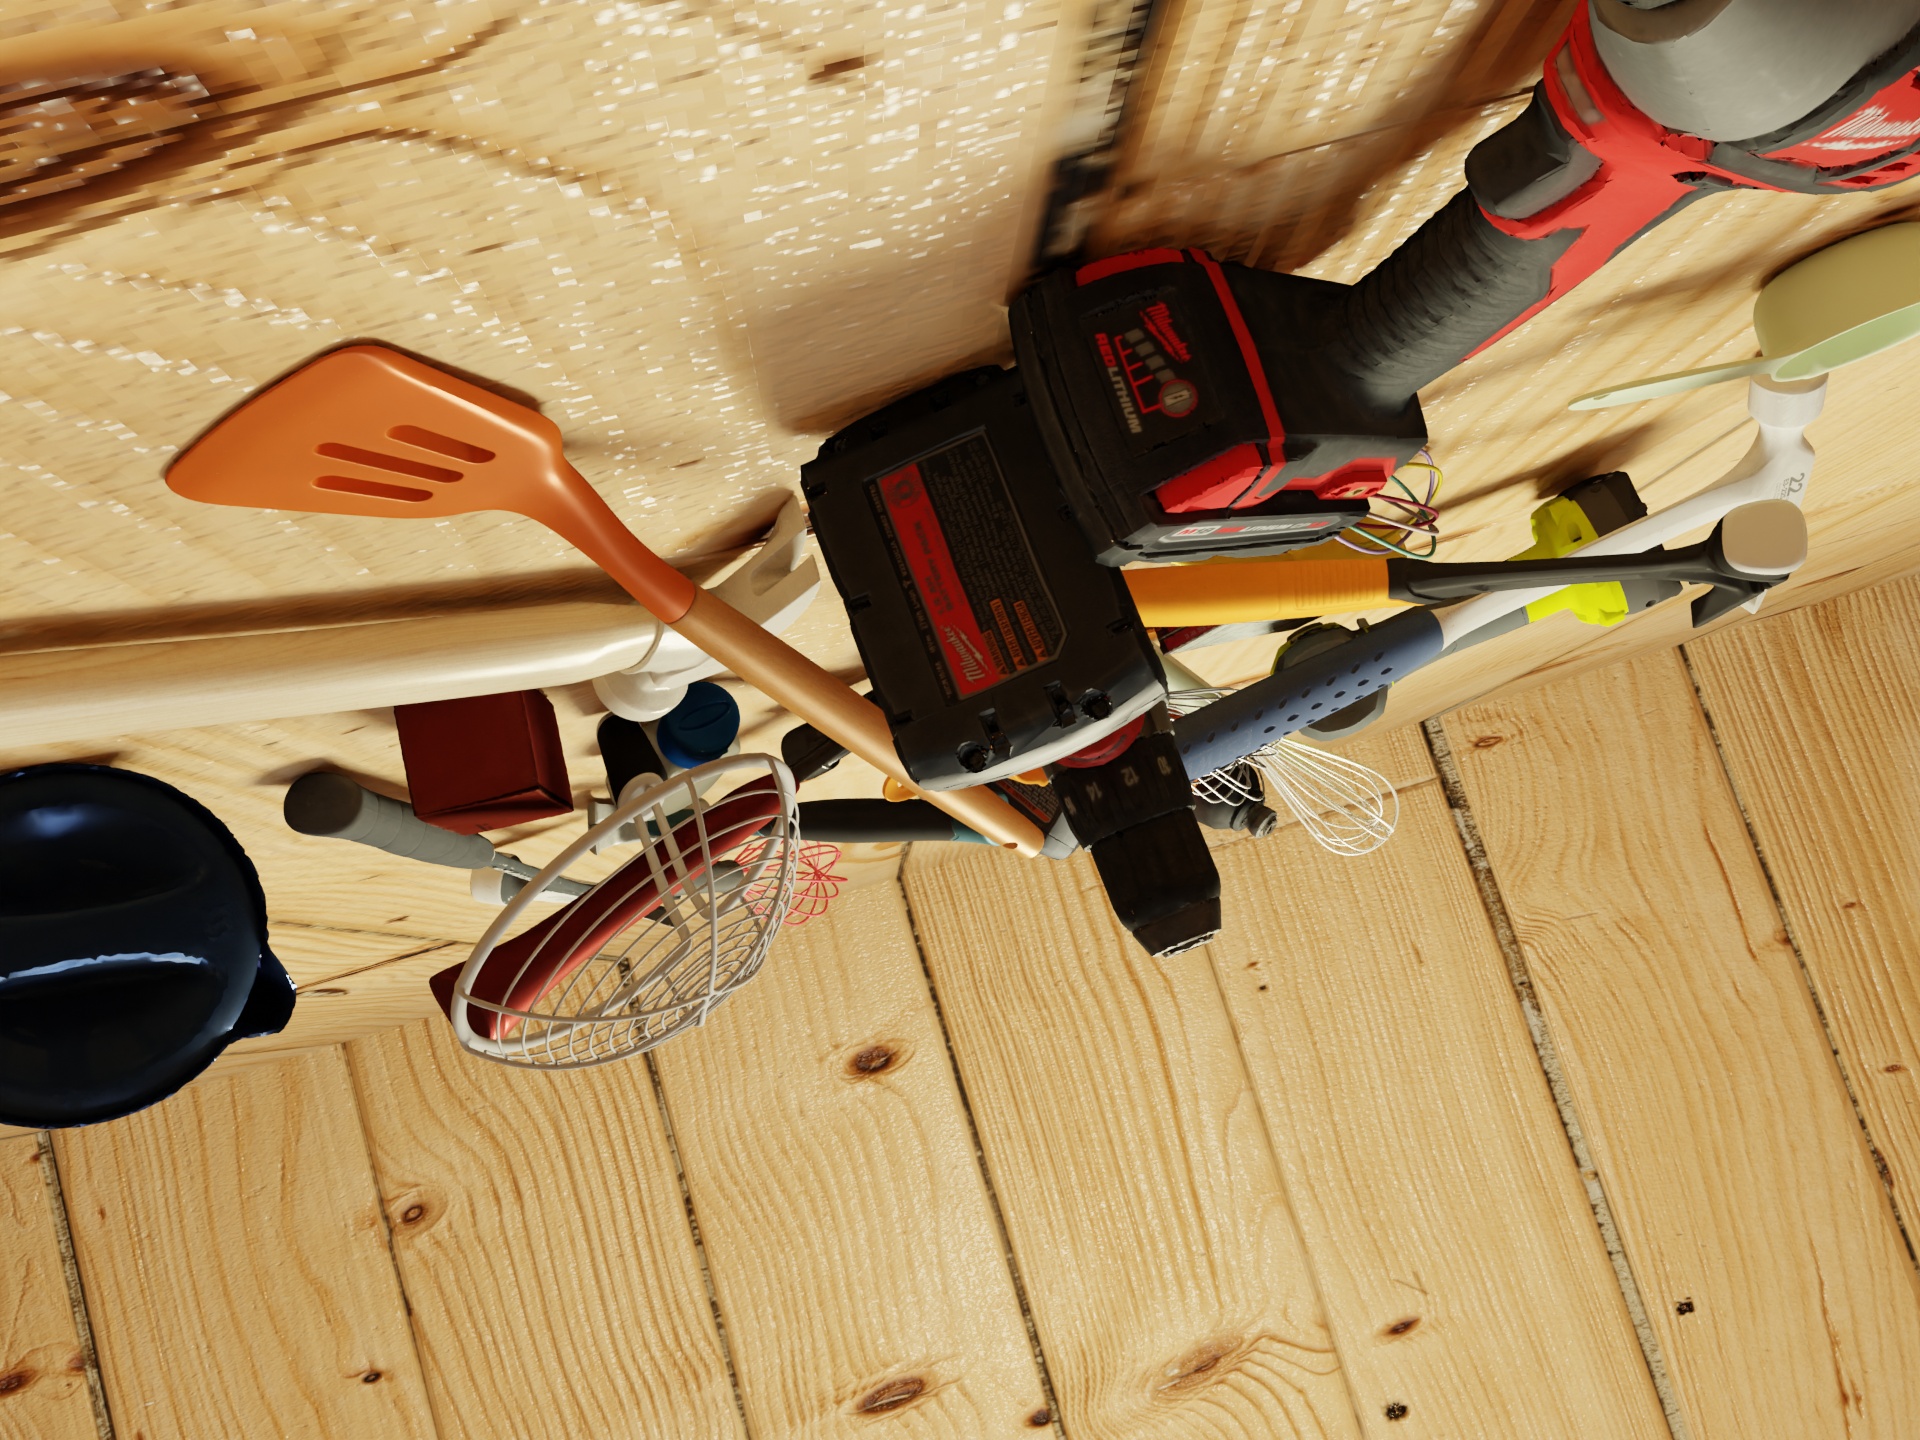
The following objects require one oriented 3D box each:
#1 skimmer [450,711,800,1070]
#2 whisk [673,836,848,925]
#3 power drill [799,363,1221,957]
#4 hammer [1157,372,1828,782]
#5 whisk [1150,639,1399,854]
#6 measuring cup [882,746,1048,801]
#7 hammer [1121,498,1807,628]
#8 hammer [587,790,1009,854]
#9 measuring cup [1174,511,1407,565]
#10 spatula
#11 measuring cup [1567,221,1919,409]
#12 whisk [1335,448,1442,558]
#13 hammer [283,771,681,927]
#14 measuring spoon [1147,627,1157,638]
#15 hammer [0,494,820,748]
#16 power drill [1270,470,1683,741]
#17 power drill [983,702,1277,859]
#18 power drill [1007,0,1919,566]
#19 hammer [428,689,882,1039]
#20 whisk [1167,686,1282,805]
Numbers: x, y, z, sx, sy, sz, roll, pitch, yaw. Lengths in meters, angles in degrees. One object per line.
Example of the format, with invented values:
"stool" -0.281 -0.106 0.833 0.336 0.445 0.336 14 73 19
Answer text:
"skimmer" -0.136 0.028 0.611 0.127 0.090 0.363 -44 -158 -2
"whisk" -0.152 0.108 1.095 0.073 0.073 0.295 -19 169 15
"power drill" 0.036 -0.008 0.556 0.080 0.188 0.226 -23 167 10
"hammer" 0.246 -0.044 0.793 0.405 0.035 0.143 -25 135 -6
"whisk" 0.183 0.010 0.993 0.059 0.246 0.058 -54 -160 5
"measuring cup" -0.001 -0.002 0.769 0.052 0.095 0.173 16 -152 32
"hammer" 0.178 -0.060 0.709 0.337 0.034 0.127 -2 174 11
"hammer" -0.104 0.061 0.973 0.331 0.033 0.128 -4 179 39
"measuring cup" 0.154 -0.088 0.778 0.156 0.062 0.029 2 132 -29
"spatula" -0.070 -0.016 0.481 0.081 0.041 0.322 -22 141 30
"measuring cup" 0.315 -0.158 0.633 0.167 0.038 0.083 -14 172 -5
"whisk" 0.147 -0.096 0.688 0.047 0.051 0.245 -17 171 41
"hammer" -0.271 0.079 0.909 0.149 0.036 0.408 8 169 5
"measuring spoon" 0.157 -0.067 1.021 0.117 0.011 0.021 -13 171 -3
"hammer" -0.237 -0.014 0.476 0.410 0.038 0.146 -10 168 -38
"power drill" 0.295 -0.062 0.961 0.228 0.080 0.190 -26 180 12
"power drill" 0.098 0.025 0.992 0.226 0.164 0.084 -2 126 -56
"power drill" 0.120 -0.117 0.382 0.143 0.078 0.219 -9 166 -43
"hammer" -0.108 0.048 0.752 0.149 0.036 0.359 -27 -174 32
"whisk" 0.095 -0.004 0.825 0.070 0.070 0.284 -21 159 29
